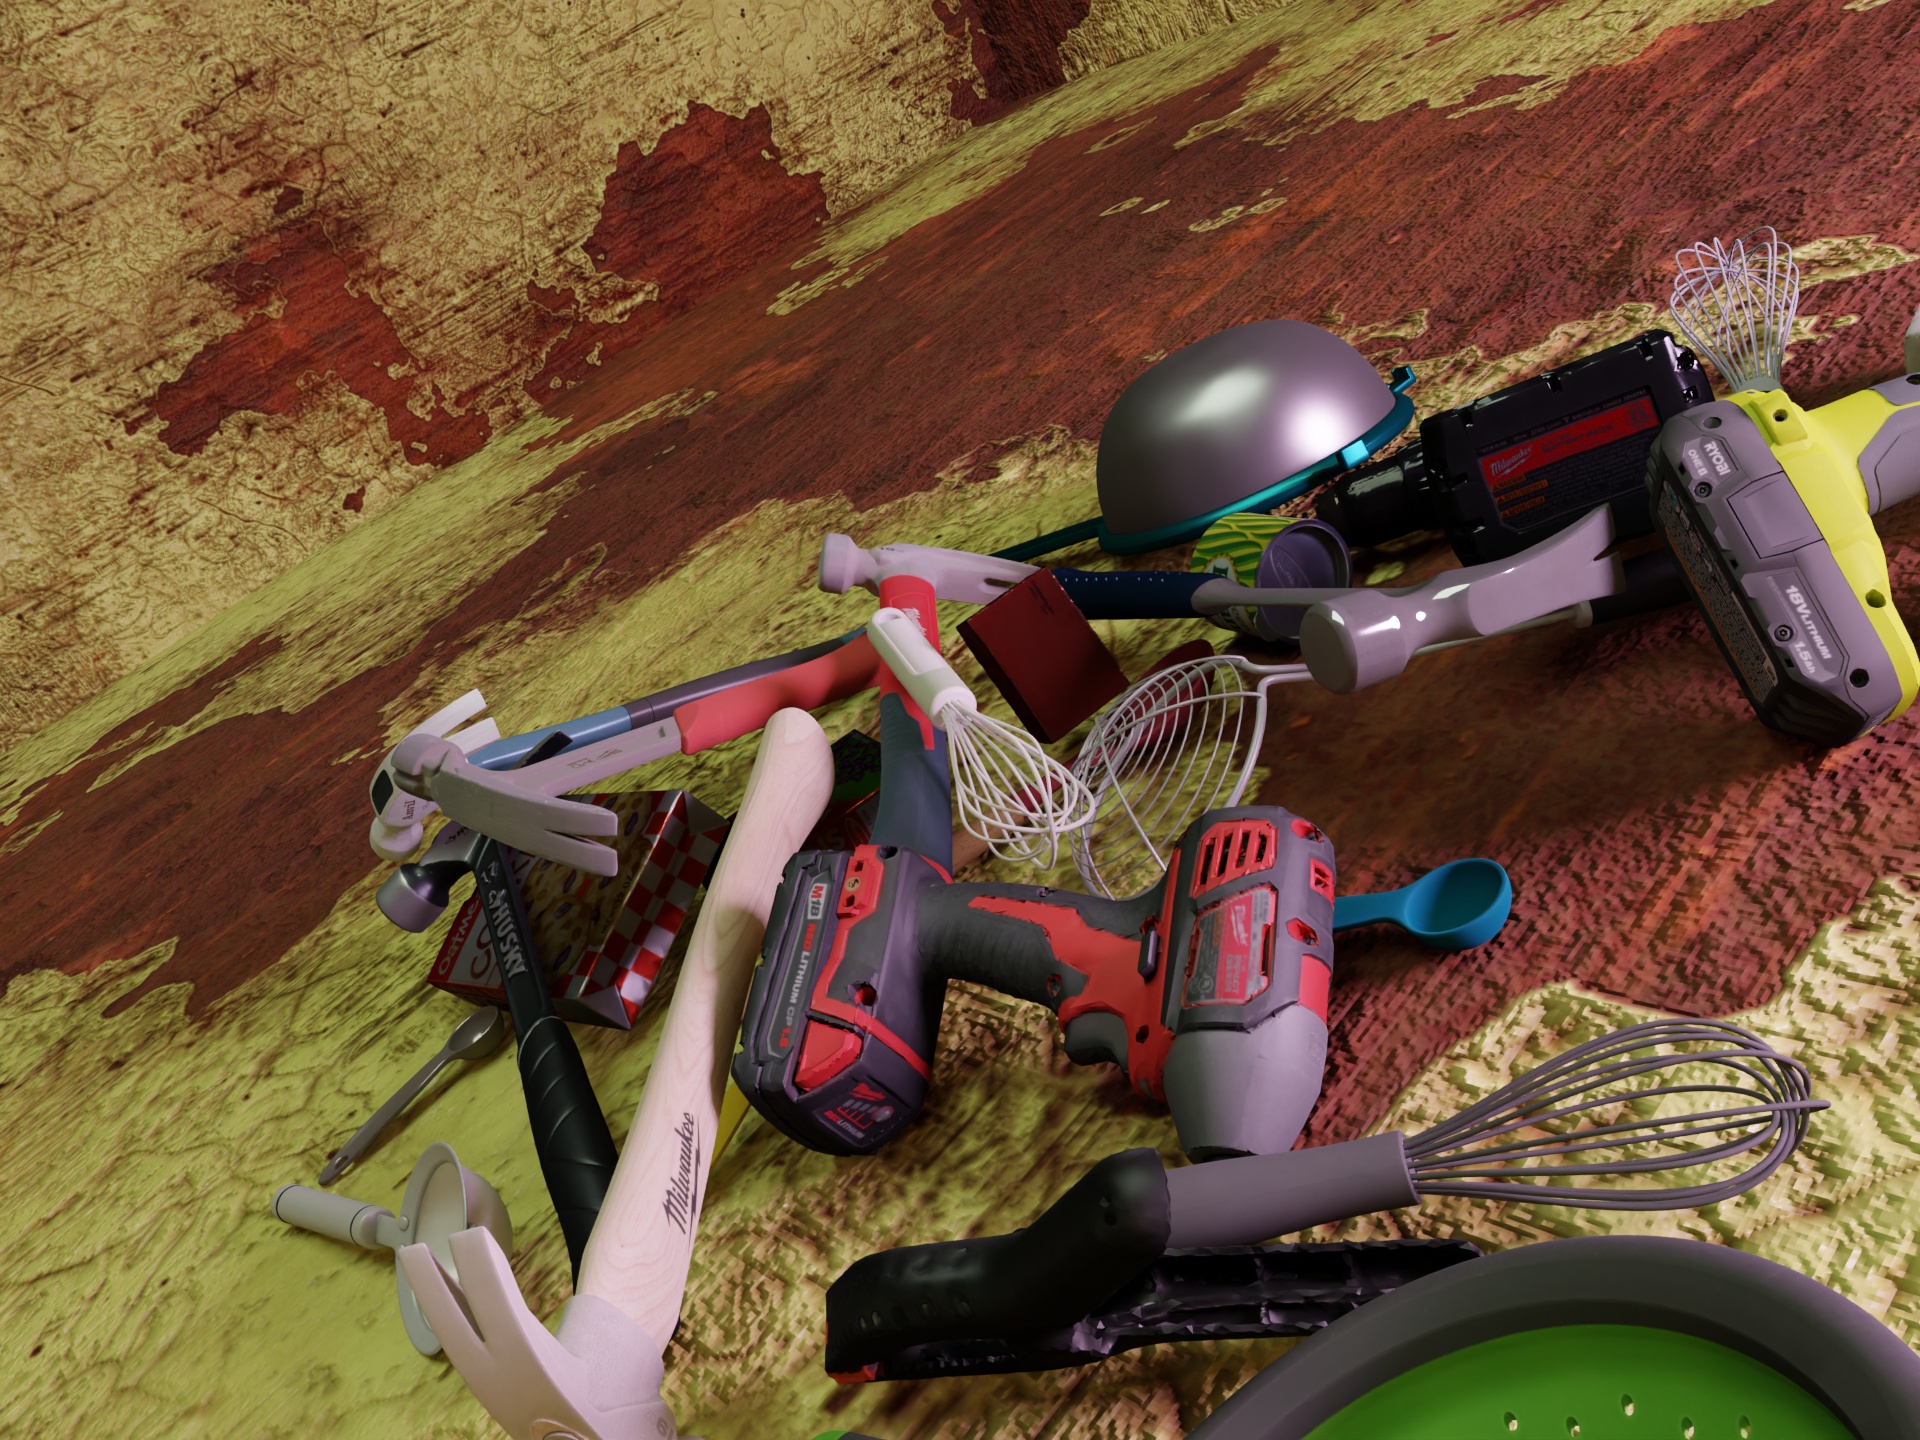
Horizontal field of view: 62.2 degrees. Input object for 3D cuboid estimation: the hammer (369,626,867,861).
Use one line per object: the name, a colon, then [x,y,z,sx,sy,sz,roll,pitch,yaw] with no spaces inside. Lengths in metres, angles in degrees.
hammer: [-0.196,-0.001,0.983,0.331,0.033,0.128,-19,-22,-32]

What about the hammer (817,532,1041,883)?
hammer: [-0.011,-0.009,0.866,0.143,0.038,0.387,7,27,-7]

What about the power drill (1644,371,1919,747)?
power drill: [0.385,-0.085,0.572,0.223,0.080,0.171,-24,70,13]

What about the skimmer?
skimmer: [0.219,-0.009,0.715,0.363,0.090,0.127,-15,27,3]

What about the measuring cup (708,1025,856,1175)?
measuring cup: [-0.089,0.173,0.694,0.062,0.029,0.156,4,49,46]

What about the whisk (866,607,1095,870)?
whisk: [-0.001,-0.002,0.767,0.058,0.059,0.247,-15,30,-14]

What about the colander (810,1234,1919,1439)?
colander: [0.070,0.227,0.369,0.204,0.094,0.397,-43,11,-36]

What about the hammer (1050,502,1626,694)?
hammer: [0.131,-0.059,0.748,0.144,0.035,0.406,-18,10,-17]

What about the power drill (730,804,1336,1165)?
power drill: [0.031,0.110,0.603,0.220,0.078,0.143,-7,55,27]

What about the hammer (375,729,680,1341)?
hammer: [-0.198,0.141,0.758,0.149,0.036,0.409,-46,36,3]

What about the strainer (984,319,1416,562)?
strainer: [0.114,-0.174,1.026,0.340,0.095,0.211,-17,17,31]

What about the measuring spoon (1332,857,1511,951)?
measuring spoon: [0.158,0.082,0.625,0.128,0.021,0.042,-17,26,42]

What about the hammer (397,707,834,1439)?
hammer: [-0.107,0.107,0.653,0.038,0.146,0.411,-19,28,16]

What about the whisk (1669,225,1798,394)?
whisk: [0.408,-0.178,0.820,0.070,0.070,0.285,-14,33,28]

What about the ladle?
ladle: [0.007,0.059,0.802,0.315,0.031,0.069,-35,14,-10]

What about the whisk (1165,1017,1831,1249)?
whisk: [0.135,0.138,0.485,0.239,0.055,0.055,-18,27,19]

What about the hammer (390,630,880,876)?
hammer: [-0.124,-0.001,0.886,0.149,0.036,0.359,16,22,31]

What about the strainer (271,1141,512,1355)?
strainer: [-0.264,0.232,0.731,0.258,0.050,0.087,-9,74,46]

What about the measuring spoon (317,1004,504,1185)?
measuring spoon: [-0.290,0.203,0.850,0.124,0.018,0.034,-46,26,-20]

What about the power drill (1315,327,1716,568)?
power drill: [0.264,-0.123,0.777,0.188,0.080,0.227,-20,6,17]
